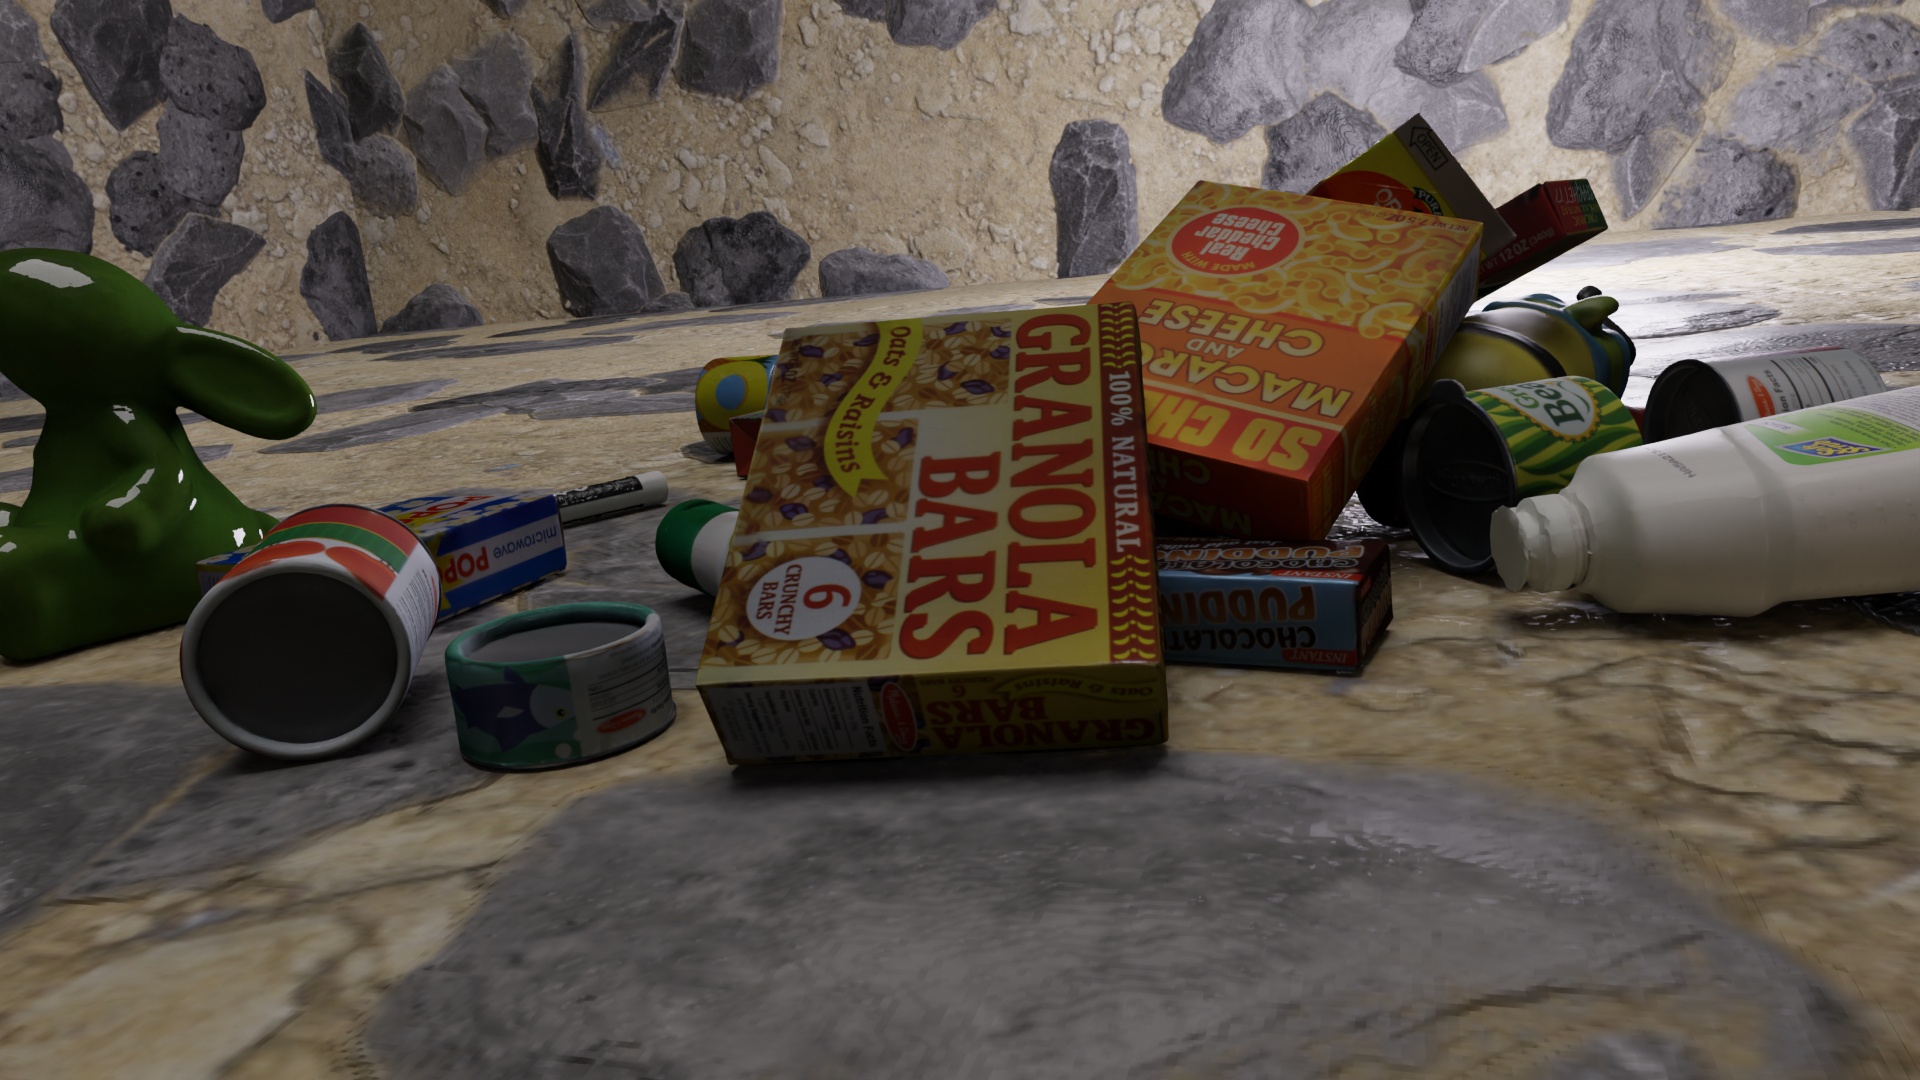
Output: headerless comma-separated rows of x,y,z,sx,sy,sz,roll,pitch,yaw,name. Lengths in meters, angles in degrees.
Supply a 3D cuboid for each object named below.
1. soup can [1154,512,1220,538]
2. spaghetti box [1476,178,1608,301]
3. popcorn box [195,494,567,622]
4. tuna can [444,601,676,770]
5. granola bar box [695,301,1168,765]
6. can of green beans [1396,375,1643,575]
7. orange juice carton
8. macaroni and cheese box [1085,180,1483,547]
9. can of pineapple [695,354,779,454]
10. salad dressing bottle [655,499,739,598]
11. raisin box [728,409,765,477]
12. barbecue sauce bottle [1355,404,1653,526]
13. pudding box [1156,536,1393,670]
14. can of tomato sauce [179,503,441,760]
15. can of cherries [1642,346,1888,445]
0.070,-0.031,0.598,0.071,0.071,0.084,-15,15,-33,soup can
0.206,-0.110,0.717,0.050,0.029,0.249,-16,-10,-42,spaghetti box
-0.246,0.011,0.604,0.085,0.038,0.127,1,15,24,popcorn box
-0.126,0.043,0.432,0.071,0.032,0.071,-5,13,1,tuna can
-0.003,-0.008,0.429,0.124,0.038,0.166,-4,42,7,granola bar box
0.203,-0.024,0.506,0.058,0.071,0.071,-10,14,-17,can of green beans
0.158,-0.107,0.651,0.192,0.072,0.073,-40,-6,31,orange juice carton
0.111,-0.073,0.532,0.124,0.040,0.167,18,50,31,macaroni and cheese box
-0.135,-0.092,0.923,0.058,0.070,0.071,-1,14,21,can of pineapple
-0.070,0.011,0.521,0.064,0.044,0.147,-16,17,-32,salad dressing bottle
-0.071,-0.070,0.866,0.086,0.040,0.124,2,15,33,raisin box
0.245,-0.034,0.580,0.149,0.043,0.065,-5,13,-1,barbecue sauce bottle
0.092,0.019,0.448,0.083,0.030,0.050,1,16,28,pudding box
-0.213,0.028,0.460,0.071,0.071,0.083,-9,14,-13,can of tomato sauce
0.301,-0.037,0.523,0.058,0.071,0.071,-6,13,-3,can of cherries
